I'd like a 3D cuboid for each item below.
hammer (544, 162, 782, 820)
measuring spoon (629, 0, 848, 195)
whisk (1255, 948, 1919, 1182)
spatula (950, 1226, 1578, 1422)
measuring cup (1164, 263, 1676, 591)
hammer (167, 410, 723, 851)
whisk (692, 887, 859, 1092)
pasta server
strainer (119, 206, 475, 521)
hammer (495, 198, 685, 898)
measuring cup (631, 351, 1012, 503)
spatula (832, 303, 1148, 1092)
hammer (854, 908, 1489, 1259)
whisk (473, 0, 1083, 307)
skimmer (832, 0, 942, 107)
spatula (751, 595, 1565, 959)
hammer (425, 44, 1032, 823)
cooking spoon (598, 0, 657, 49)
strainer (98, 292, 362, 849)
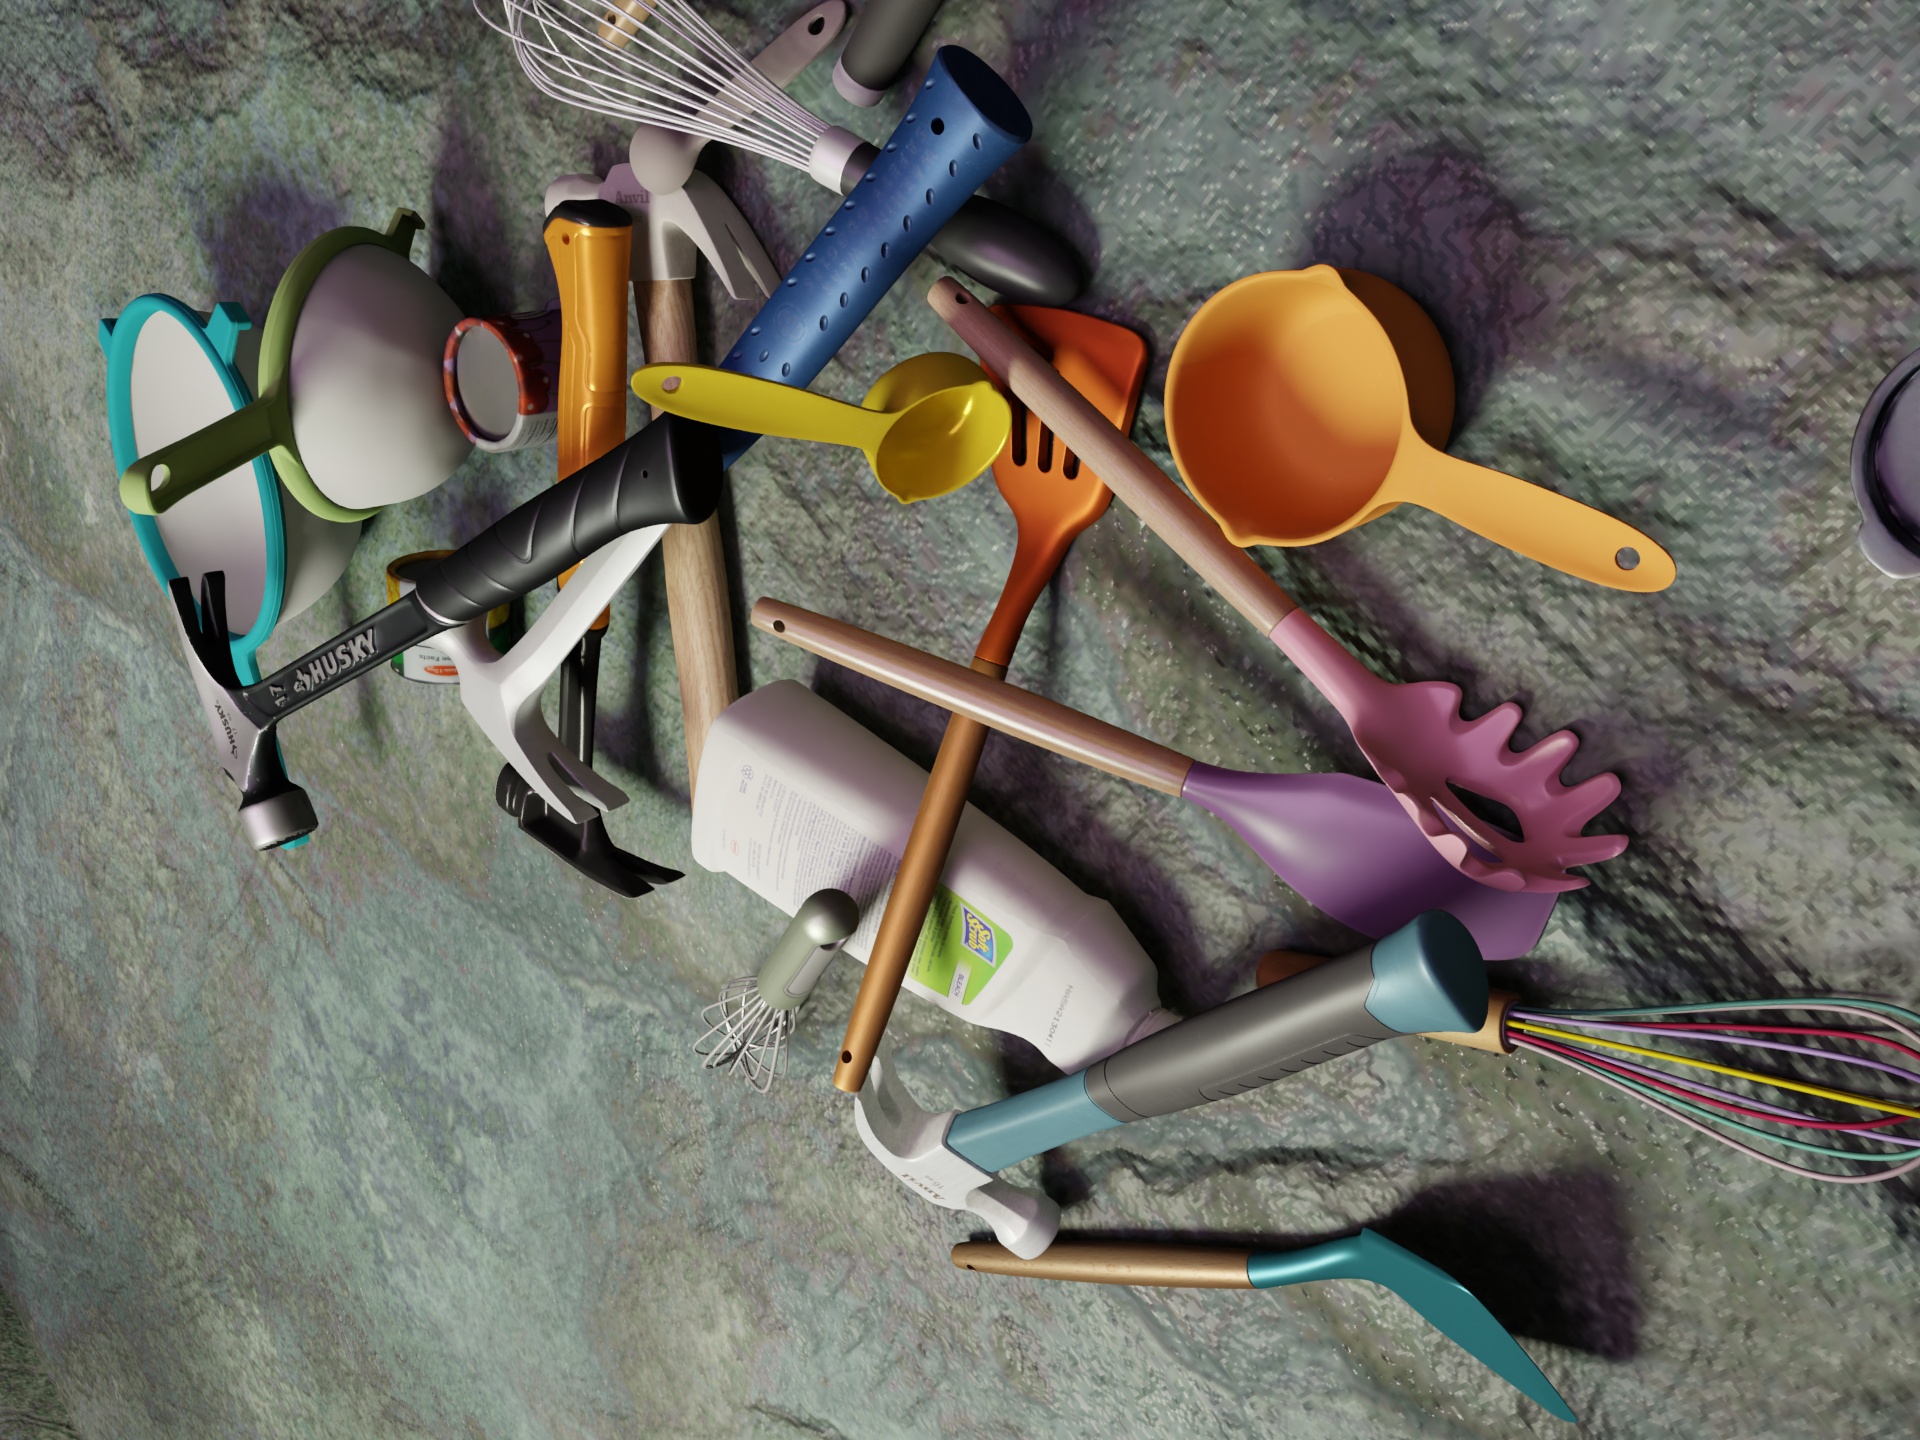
[{"bbox_3d":[-0.128,-0.093,0.763,0.130,0.031,0.331,11,112,39],"label":"hammer"},{"bbox_3d":[-0.097,-0.264,0.664,0.124,0.018,0.034,-27,72,30],"label":"measuring spoon"},{"bbox_3d":[0.204,0.104,0.531,0.245,0.047,0.051,5,110,44],"label":"whisk"},{"bbox_3d":[0.100,0.239,0.670,0.317,0.044,0.082,-17,120,46],"label":"spatula"},{"bbox_3d":[0.149,-0.086,0.505,0.174,0.052,0.095,31,124,28],"label":"measuring cup"},{"bbox_3d":[-0.250,-0.054,0.735,0.409,0.036,0.149,-20,92,38],"label":"hammer"},{"bbox_3d":[-0.084,0.126,0.740,0.059,0.058,0.246,65,155,16],"label":"whisk"},{"bbox_3d":[0.096,-0.057,0.556,0.316,0.060,0.040,47,157,16],"label":"pasta server"},{"bbox_3d":[-0.298,-0.149,0.773,0.069,0.256,0.151,9,119,8],"label":"strainer"},{"bbox_3d":[-0.178,-0.076,0.768,0.127,0.034,0.336,28,123,33],"label":"hammer"},{"bbox_3d":[-0.050,-0.116,0.572,0.062,0.156,0.029,-52,49,35],"label":"measuring cup"},{"bbox_3d":[-0.001,-0.002,0.635,0.081,0.041,0.322,22,96,35],"label":"spatula"},{"bbox_3d":[0.068,0.139,0.604,0.128,0.033,0.331,37,141,-14],"label":"hammer"},{"bbox_3d":[-0.072,-0.235,0.625,0.285,0.070,0.070,32,125,12],"label":"whisk"},{"bbox_3d":[0.050,-0.305,0.485,0.363,0.127,0.090,-42,53,49],"label":"skimmer"},{"bbox_3d":[0.060,0.014,0.590,0.316,0.018,0.059,22,118,15],"label":"spatula"},{"bbox_3d":[-0.108,-0.102,0.659,0.405,0.035,0.144,-41,81,38],"label":"hammer"},{"bbox_3d":[-0.059,-0.370,0.610,0.319,0.017,0.069,-33,82,42],"label":"cooking spoon"},{"bbox_3d":[-0.416,-0.092,0.978,0.211,0.095,0.340,9,113,42],"label":"strainer"}]
